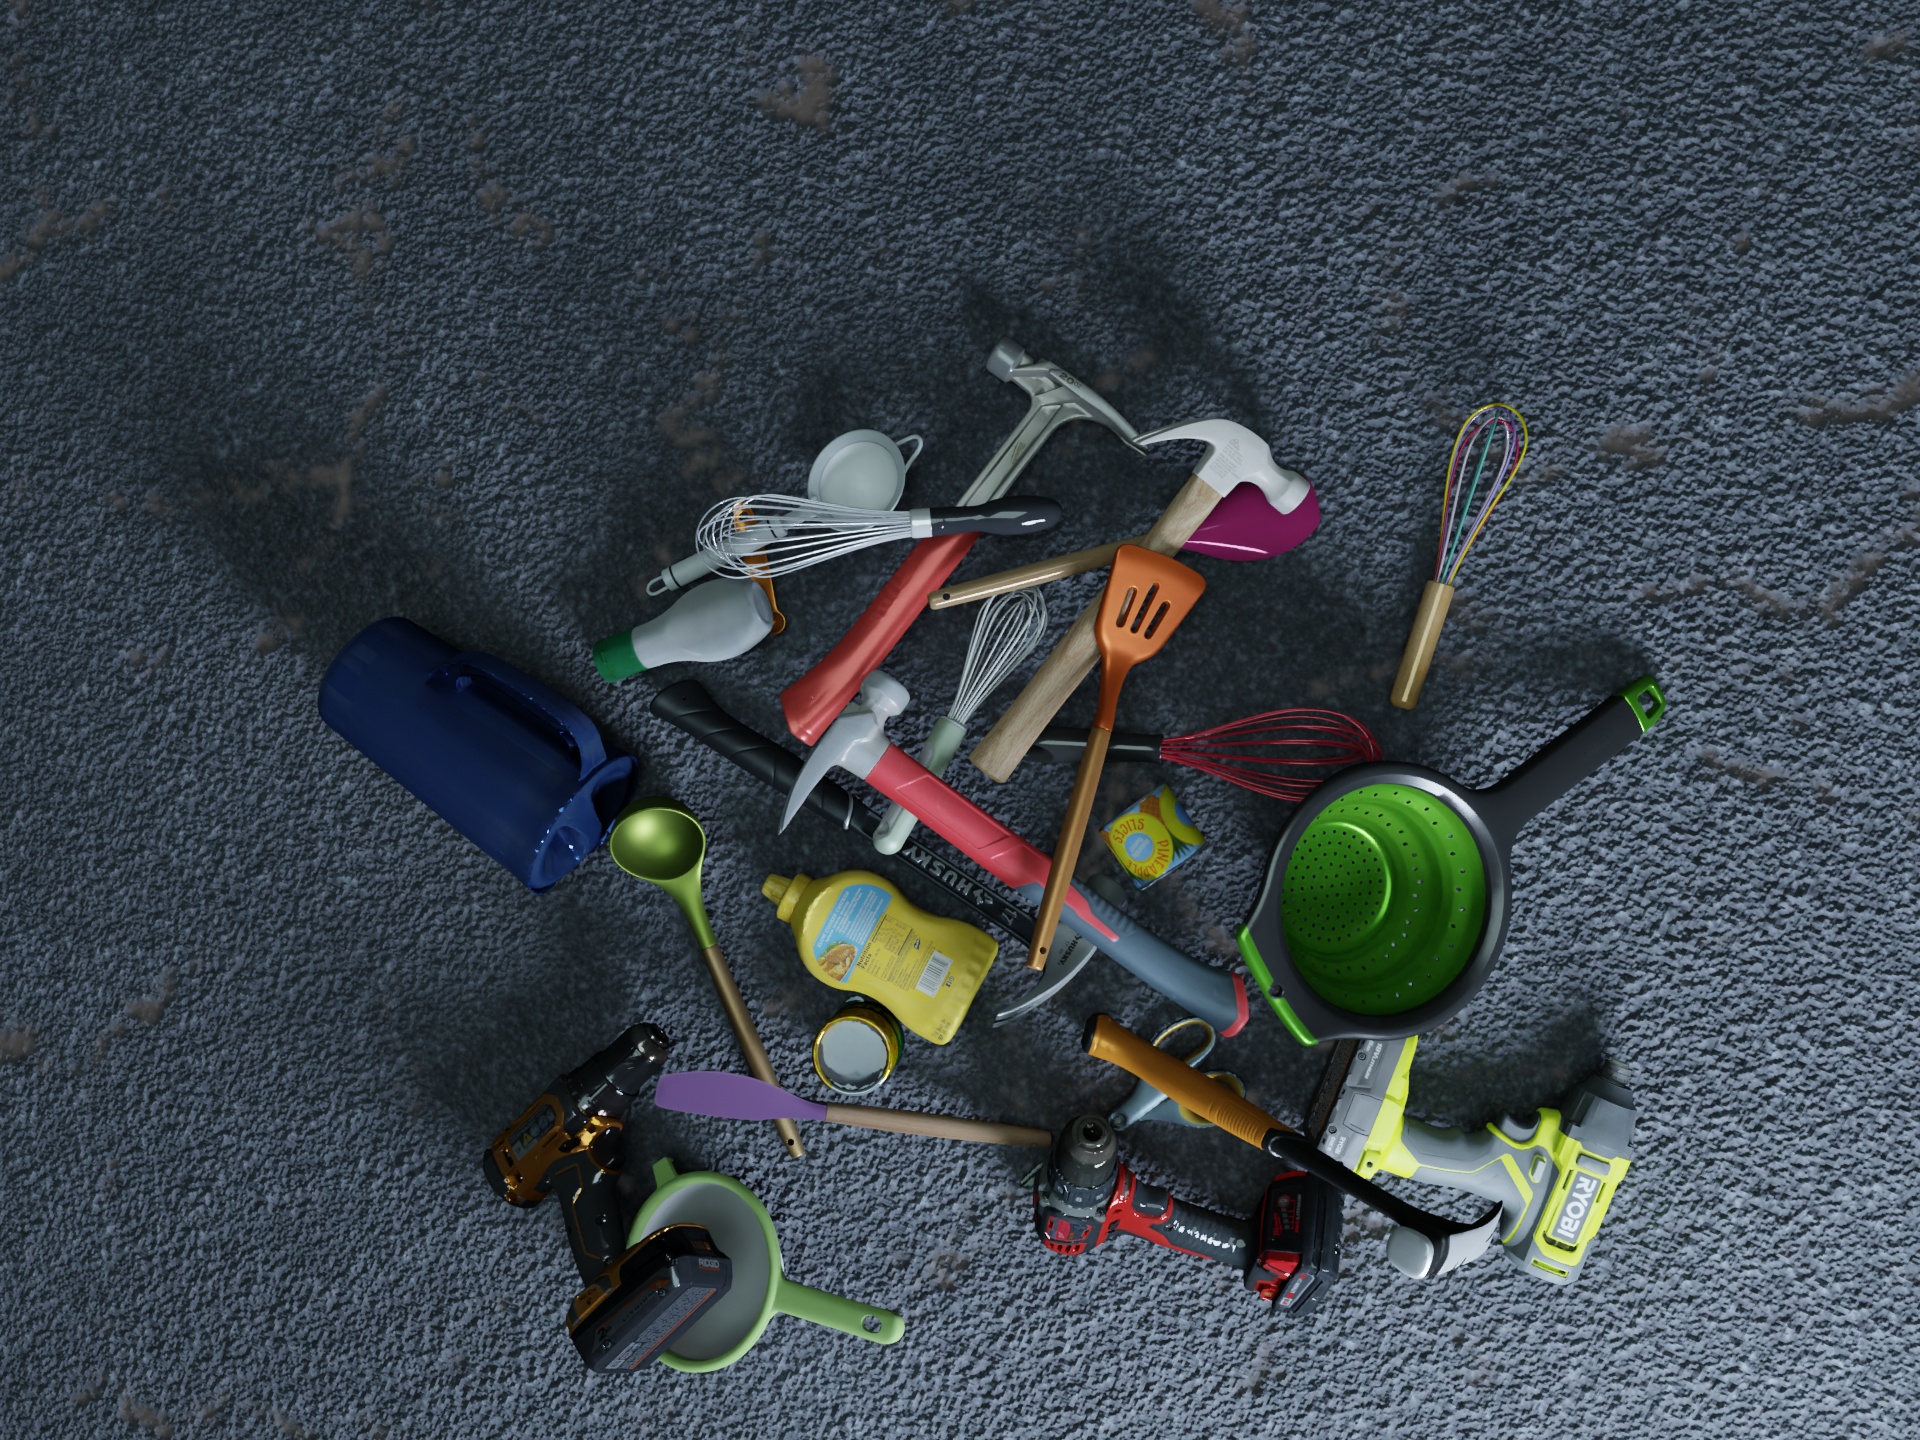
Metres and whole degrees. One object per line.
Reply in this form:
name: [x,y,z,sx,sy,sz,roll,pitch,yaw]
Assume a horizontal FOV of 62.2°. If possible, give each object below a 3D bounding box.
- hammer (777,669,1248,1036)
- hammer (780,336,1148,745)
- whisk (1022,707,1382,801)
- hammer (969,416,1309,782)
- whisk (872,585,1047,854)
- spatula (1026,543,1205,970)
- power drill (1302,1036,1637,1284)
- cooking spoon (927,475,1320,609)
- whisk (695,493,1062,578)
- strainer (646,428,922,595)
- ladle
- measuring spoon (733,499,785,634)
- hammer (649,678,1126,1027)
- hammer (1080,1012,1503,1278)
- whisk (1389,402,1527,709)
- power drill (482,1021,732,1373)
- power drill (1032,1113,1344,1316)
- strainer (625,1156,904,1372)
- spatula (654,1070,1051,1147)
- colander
hammer: [0.049,0.130,1.199,0.386,0.038,0.143,36,74,-4]
hammer: [-0.013,-0.124,1.265,0.149,0.036,0.359,38,90,6]
whisk: [0.177,0.024,1.244,0.296,0.073,0.073,2,91,13]
hammer: [0.117,-0.091,1.225,0.130,0.031,0.331,37,96,-14]
whisk: [-0.002,-0.004,1.249,0.059,0.058,0.246,36,79,-36]
spatula: [0.103,0.029,1.186,0.081,0.041,0.323,21,79,-21]
power drill: [0.391,0.307,1.211,0.223,0.080,0.171,21,94,3]
cooking spoon: [0.129,-0.133,1.244,0.319,0.017,0.069,-15,89,-4]
whisk: [-0.063,-0.149,1.227,0.284,0.070,0.070,-4,90,-1]
strainer: [-0.141,-0.161,1.286,0.258,0.050,0.087,-25,69,7]
ladle: [-0.197,0.211,1.294,0.078,0.062,0.320,-23,90,7]
measuring spoon: [-0.166,-0.127,1.312,0.021,0.011,0.117,-18,85,10]
hammer: [-0.076,0.087,1.267,0.409,0.036,0.149,32,62,11]
hammer: [0.225,0.298,1.165,0.337,0.127,0.034,24,102,41]
whisk: [0.381,-0.125,1.225,0.047,0.051,0.245,17,95,1]
power drill: [-0.267,0.369,1.258,0.185,0.084,0.226,-44,56,6]
power drill: [0.167,0.362,1.190,0.226,0.187,0.080,11,53,6]
strainer: [-0.148,0.446,1.257,0.256,0.069,0.151,6,78,27]
spatula: [-0.081,0.309,1.251,0.316,0.018,0.059,10,131,-11]
colander: [0.366,0.085,1.212,0.397,0.094,0.204,-34,100,-12]
